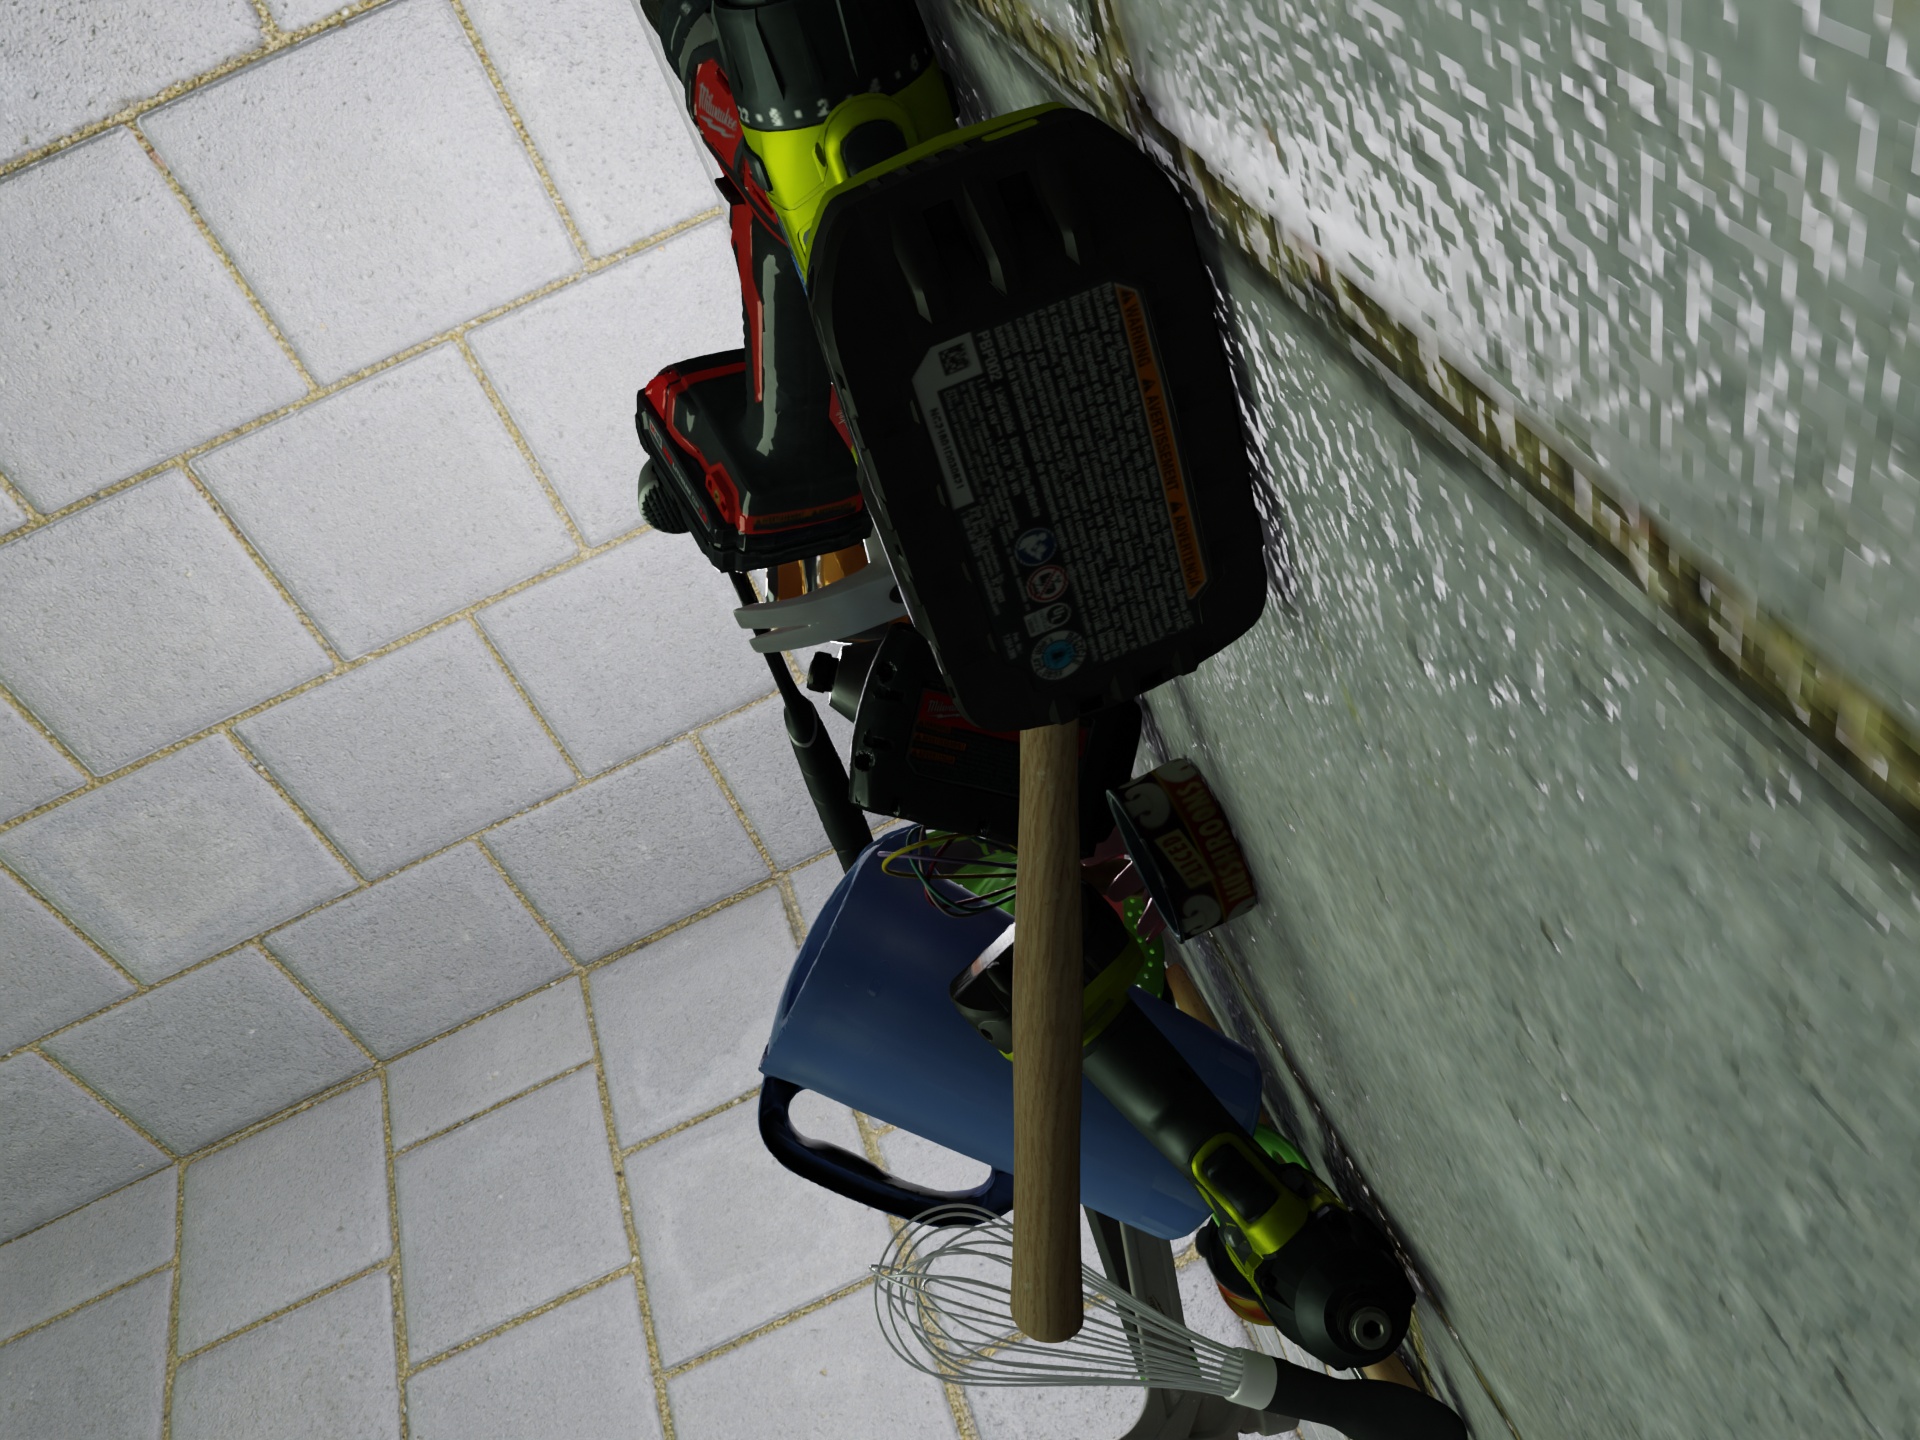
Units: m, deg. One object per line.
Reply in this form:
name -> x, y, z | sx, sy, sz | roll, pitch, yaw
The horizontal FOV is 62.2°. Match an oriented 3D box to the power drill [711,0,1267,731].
power drill -> -0.010, -0.123, 0.408 | 0.229, 0.080, 0.190 | -114, 3, -51

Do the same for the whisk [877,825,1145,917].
whisk -> 0.042, 0.075, 0.799 | 0.051, 0.047, 0.244 | 44, -164, 29

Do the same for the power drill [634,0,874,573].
power drill -> -0.091, -0.197, 0.674 | 0.188, 0.080, 0.226 | 57, 151, 32

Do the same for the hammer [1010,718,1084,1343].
hammer -> 0.031, 0.070, 0.577 | 0.130, 0.031, 0.331 | -123, 32, -74

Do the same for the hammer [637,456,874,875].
hammer -> -0.101, -0.017, 0.936 | 0.149, 0.036, 0.408 | -101, -5, -48

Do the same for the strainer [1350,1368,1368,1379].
strainer -> 0.188, 0.299, 0.914 | 0.086, 0.050, 0.259 | 29, -155, -56

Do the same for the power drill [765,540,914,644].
power drill -> -0.073, -0.139, 1.003 | 0.226, 0.084, 0.185 | -172, 82, -77

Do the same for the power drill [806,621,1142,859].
power drill -> -0.001, -0.002, 0.745 | 0.220, 0.143, 0.078 | -134, 58, -82

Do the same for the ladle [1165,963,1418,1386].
ladle -> 0.180, 0.263, 0.876 | 0.069, 0.031, 0.316 | 68, 178, -50

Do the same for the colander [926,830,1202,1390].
colander -> 0.088, 0.226, 0.984 | 0.094, 0.204, 0.397 | -51, 53, 53

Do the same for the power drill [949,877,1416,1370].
power drill -> 0.098, 0.174, 0.687 | 0.223, 0.080, 0.171 | 47, 177, 3

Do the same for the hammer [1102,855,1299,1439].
hammer -> 0.083, 0.225, 0.897 | 0.036, 0.149, 0.359 | 114, 148, -72

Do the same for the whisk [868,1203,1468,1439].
whisk -> 0.094, 0.270, 0.672 | 0.284, 0.070, 0.070 | 20, -171, -13

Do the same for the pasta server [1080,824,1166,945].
pasta server -> 0.068, 0.036, 0.864 | 0.060, 0.040, 0.316 | 51, -177, -17

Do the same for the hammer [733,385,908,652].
hammer -> -0.087, -0.195, 0.868 | 0.038, 0.143, 0.387 | 67, -179, -50

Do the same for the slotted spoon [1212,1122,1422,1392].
slotted spoon -> 0.204, 0.315, 0.755 | 0.031, 0.070, 0.314 | 12, -152, -32
